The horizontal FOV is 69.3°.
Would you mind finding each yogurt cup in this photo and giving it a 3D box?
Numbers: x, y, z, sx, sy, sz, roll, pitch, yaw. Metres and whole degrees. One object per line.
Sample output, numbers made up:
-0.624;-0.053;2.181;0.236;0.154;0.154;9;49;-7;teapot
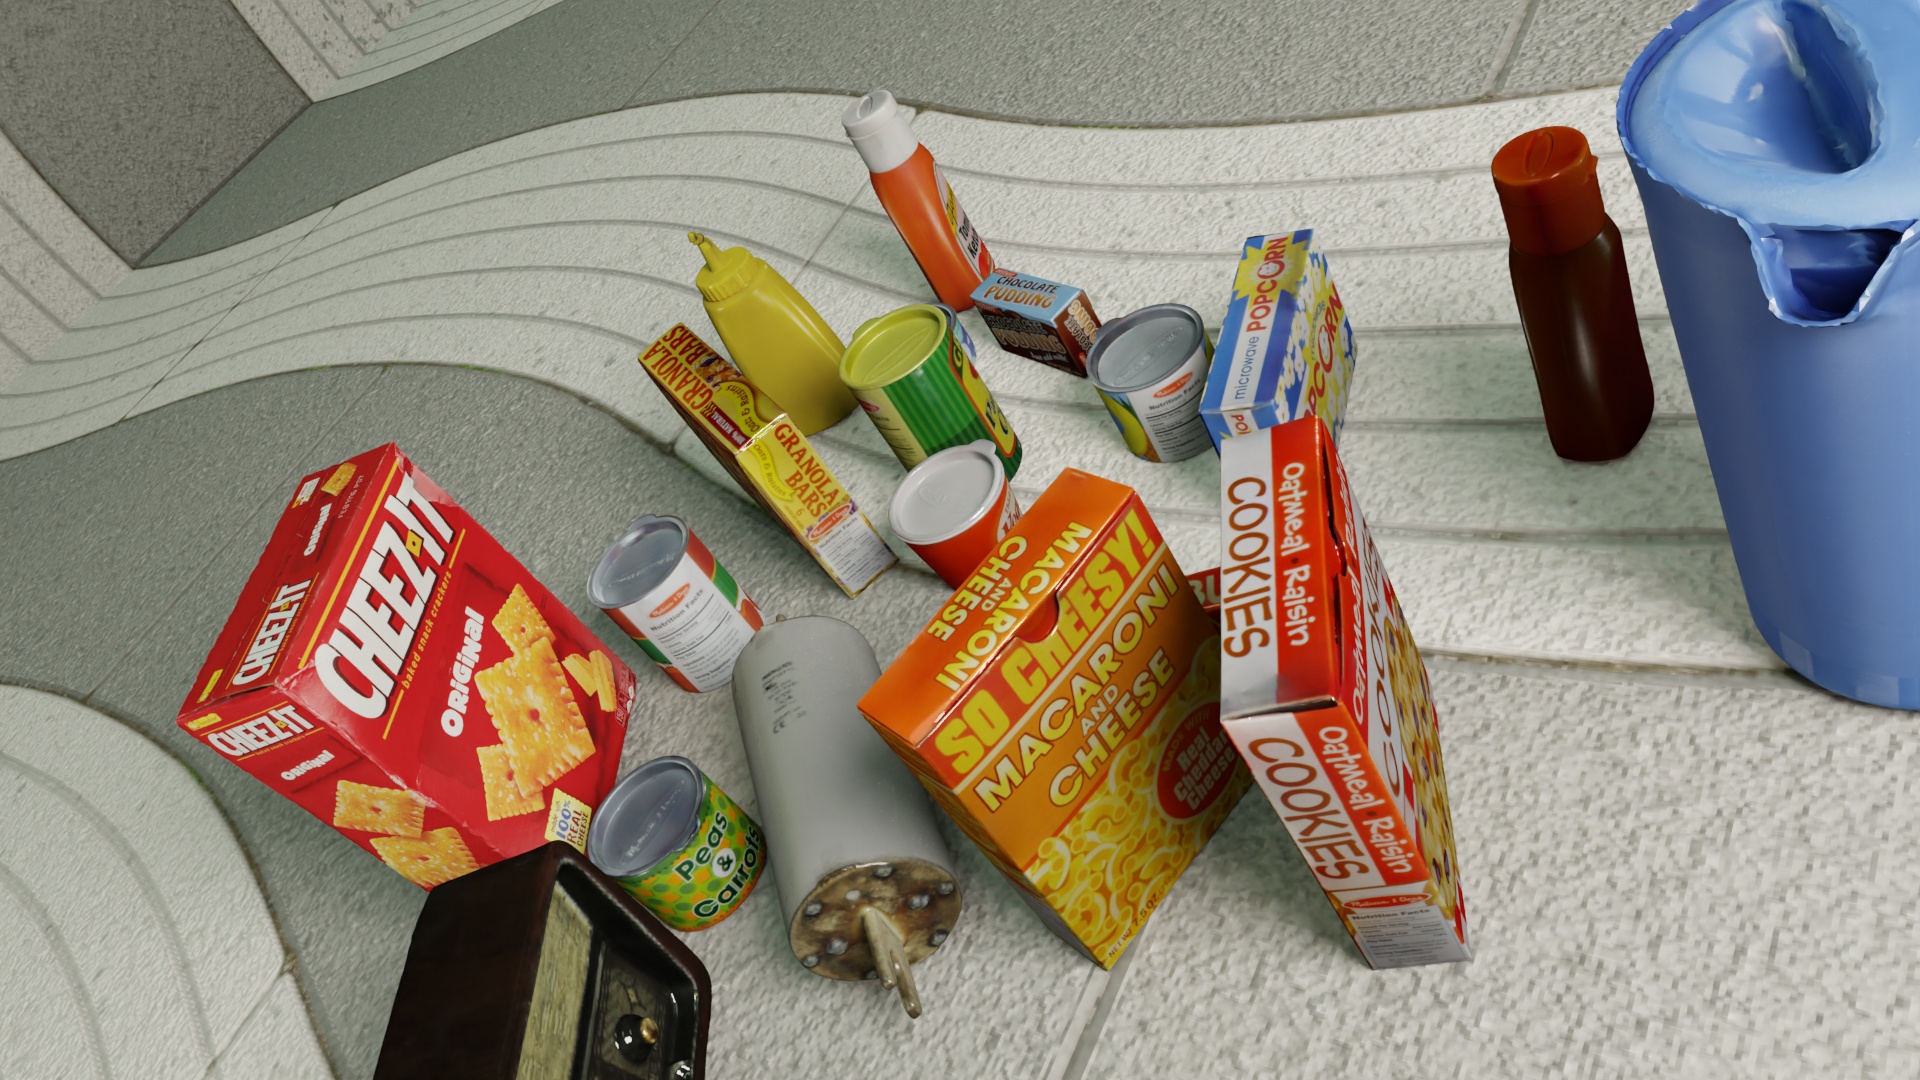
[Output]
0.003;-0.009;0.745;0.072;0.053;0.073;-20;41;18;yogurt cup

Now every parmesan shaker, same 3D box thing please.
-0.016;-0.075;0.786;0.071;0.102;0.072;-20;41;18;parmesan shaker

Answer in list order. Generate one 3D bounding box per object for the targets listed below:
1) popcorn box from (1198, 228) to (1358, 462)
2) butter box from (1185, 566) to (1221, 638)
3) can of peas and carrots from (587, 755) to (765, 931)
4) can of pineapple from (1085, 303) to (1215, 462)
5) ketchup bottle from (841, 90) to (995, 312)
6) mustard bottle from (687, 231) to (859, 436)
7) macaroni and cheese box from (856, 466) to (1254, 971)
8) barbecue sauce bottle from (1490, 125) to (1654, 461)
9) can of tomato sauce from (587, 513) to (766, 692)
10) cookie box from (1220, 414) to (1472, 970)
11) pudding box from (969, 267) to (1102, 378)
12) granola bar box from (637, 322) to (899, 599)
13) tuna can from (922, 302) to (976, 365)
0.159;-0.080;0.682;0.038;0.085;0.127;-5;47;32;popcorn box
0.126;0.035;0.613;0.103;0.053;0.024;-16;42;22;butter box
-0.136;0.149;0.677;0.071;0.058;0.071;-20;41;18;can of peas and carrots
0.108;-0.085;0.745;0.071;0.057;0.071;-20;41;18;can of pineapple
-0.027;-0.222;0.910;0.043;0.148;0.065;-20;41;19;ketchup bottle
-0.124;-0.138;0.883;0.065;0.159;0.049;-30;39;6;mustard bottle
0.051;0.072;0.537;0.124;0.166;0.040;-49;40;-16;macaroni and cheese box
0.258;-0.103;0.585;0.043;0.148;0.065;1;51;36;barbecue sauce bottle
-0.160;0.036;0.791;0.071;0.082;0.071;-20;41;18;can of tomato sauce
0.137;0.056;0.491;0.040;0.167;0.123;-15;43;24;cookie box
0.049;-0.134;0.844;0.030;0.049;0.084;-46;40;-14;pudding box
-0.116;-0.049;0.815;0.039;0.123;0.166;-41;39;-7;granola bar box
-0.024;-0.118;0.893;0.071;0.032;0.071;-20;41;18;tuna can
